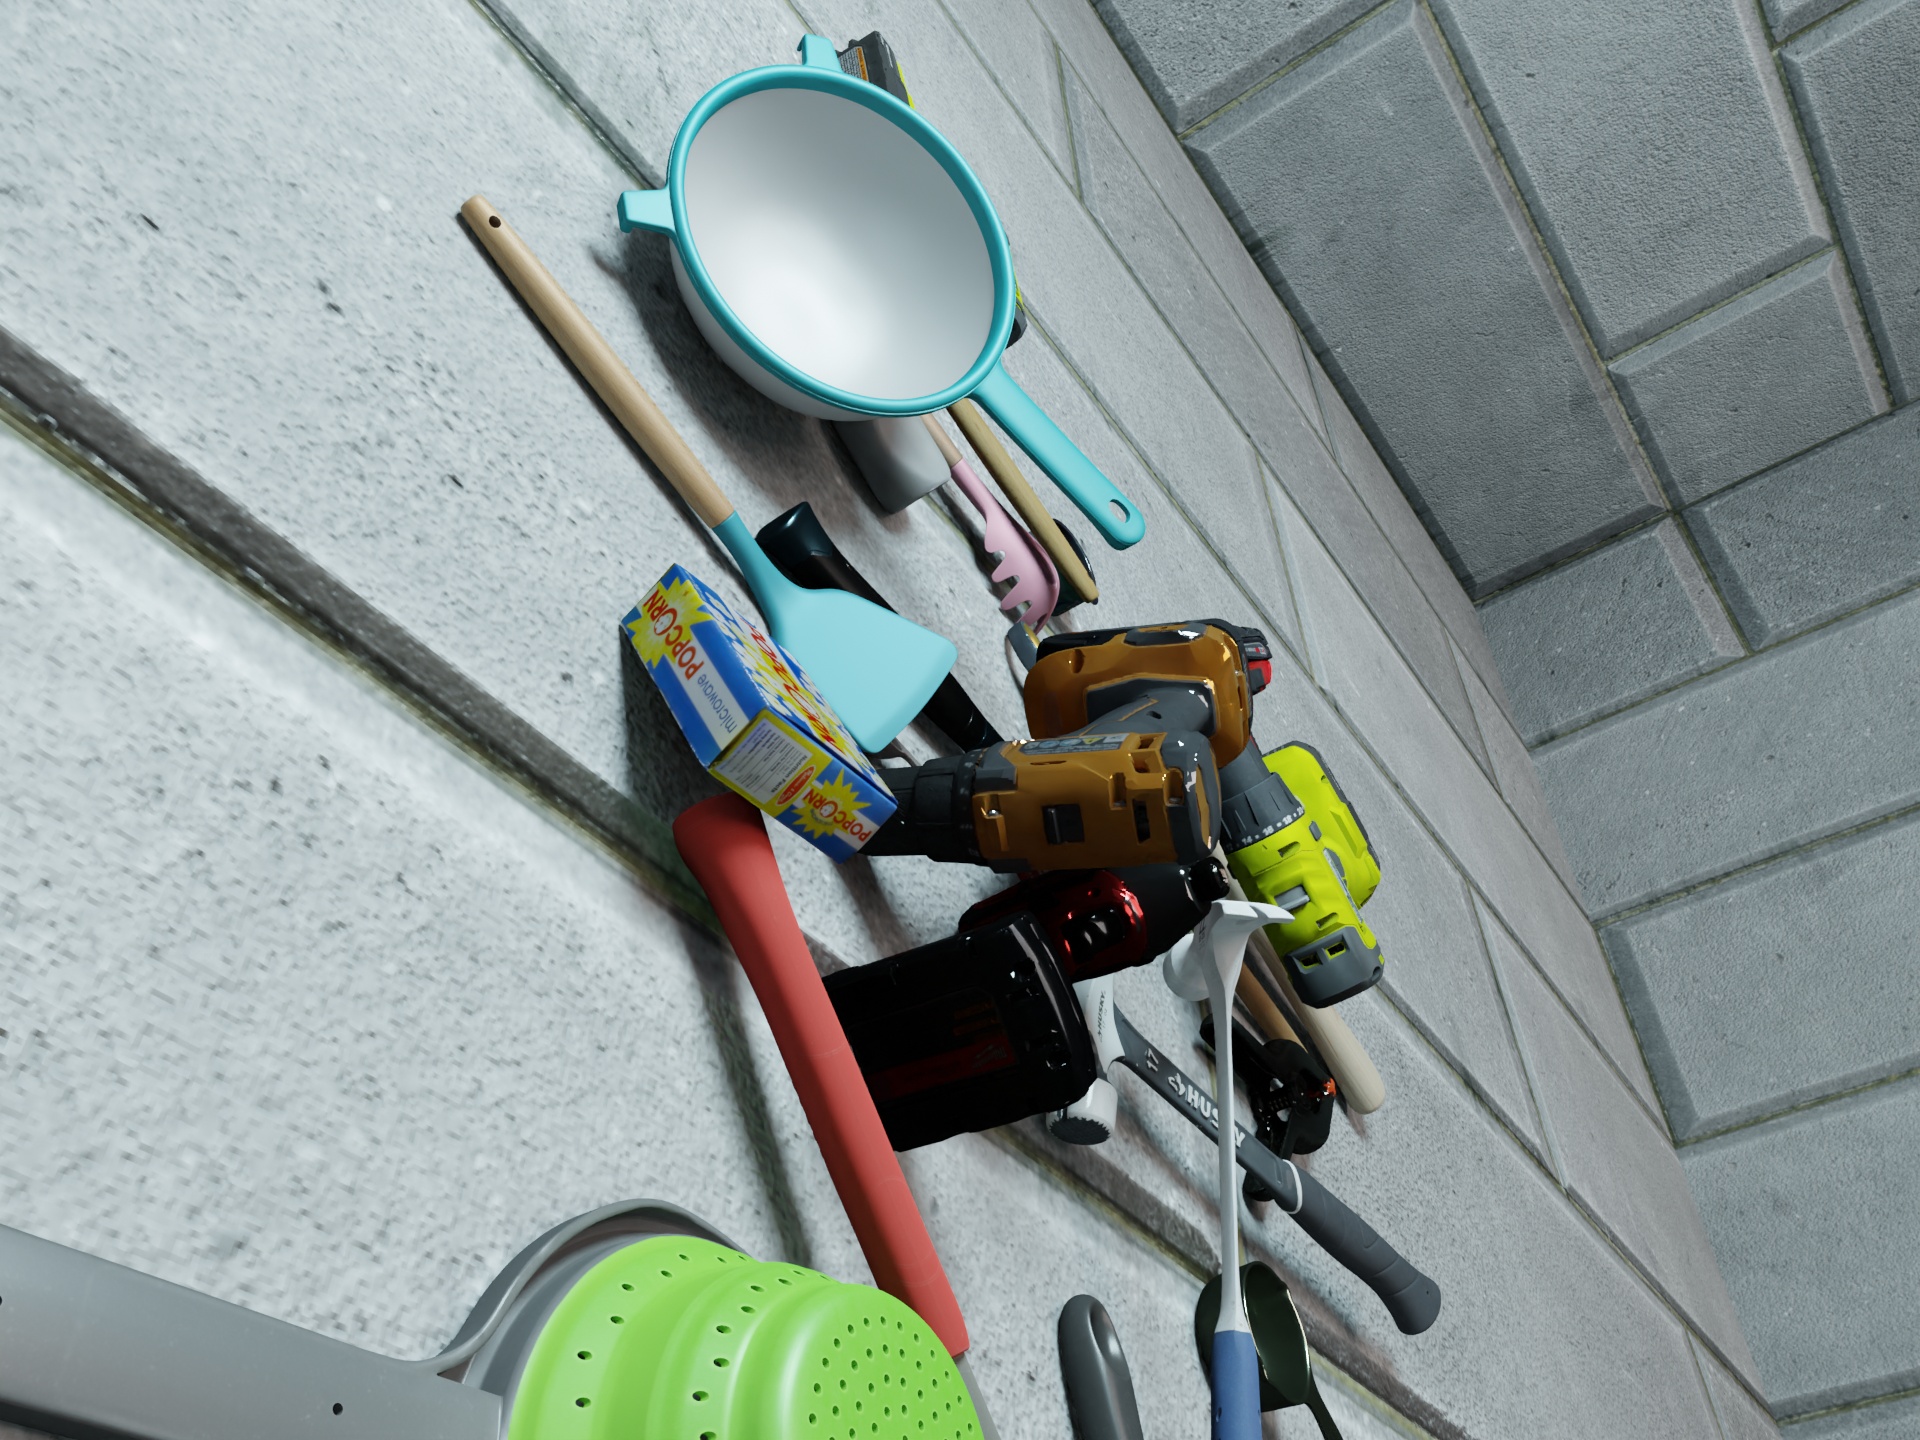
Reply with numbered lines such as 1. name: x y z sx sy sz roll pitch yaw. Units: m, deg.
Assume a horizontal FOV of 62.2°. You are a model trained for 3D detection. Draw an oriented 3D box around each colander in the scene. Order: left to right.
1. colander: -0.101 0.194 0.428 0.396 0.094 0.205 43 31 -39

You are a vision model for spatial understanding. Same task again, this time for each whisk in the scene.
1. whisk: 0.085 0.384 0.664 0.073 0.073 0.296 39 27 -43

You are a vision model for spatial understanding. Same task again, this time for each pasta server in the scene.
1. pasta server: -0.027 -0.189 1.066 0.316 0.040 0.060 51 26 -17

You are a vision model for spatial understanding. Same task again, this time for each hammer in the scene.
1. hammer: -0.024 0.186 0.586 0.036 0.149 0.359 -17 71 -26
2. hammer: -0.001 -0.003 0.911 0.330 0.033 0.128 47 26 -31
3. hammer: 0.129 0.279 0.755 0.144 0.035 0.406 104 -10 -63
4. hammer: 0.215 0.141 1.176 0.410 0.038 0.146 57 13 -19
5. hammer: 0.186 0.268 0.959 0.408 0.036 0.149 44 40 -32

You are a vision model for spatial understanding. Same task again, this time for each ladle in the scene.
1. ladle: -0.001 -0.210 1.072 0.315 0.031 0.069 55 12 -1
2. ladle: 0.194 0.167 1.109 0.078 0.062 0.319 -53 124 -25

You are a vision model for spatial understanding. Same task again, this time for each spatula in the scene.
1. spatula: -0.125 -0.121 0.768 0.317 0.044 0.082 52 57 -20

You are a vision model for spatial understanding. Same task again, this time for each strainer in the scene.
1. strainer: -0.035 -0.209 0.914 0.340 0.095 0.211 44 56 -14

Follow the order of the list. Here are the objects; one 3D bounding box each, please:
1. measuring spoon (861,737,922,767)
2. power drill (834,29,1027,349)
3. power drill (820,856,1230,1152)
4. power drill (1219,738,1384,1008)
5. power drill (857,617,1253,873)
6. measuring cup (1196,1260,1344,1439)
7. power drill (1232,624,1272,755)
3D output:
1. measuring spoon: -0.025 0.034 0.853 0.124 0.018 0.034 50 3 -40
2. power drill: -0.031 -0.406 1.220 0.223 0.080 0.171 39 34 -50
3. power drill: 0.037 0.113 0.737 0.219 0.143 0.078 -22 90 -64
4. power drill: 0.227 0.082 1.107 0.190 0.080 0.228 62 16 2
5. power drill: 0.051 0.016 0.812 0.226 0.185 0.084 -45 127 -64
6. measuring cup: 0.180 0.381 0.881 0.167 0.038 0.083 62 24 -6
7. power drill: 0.250 0.040 1.331 0.188 0.080 0.227 -2 70 -64
